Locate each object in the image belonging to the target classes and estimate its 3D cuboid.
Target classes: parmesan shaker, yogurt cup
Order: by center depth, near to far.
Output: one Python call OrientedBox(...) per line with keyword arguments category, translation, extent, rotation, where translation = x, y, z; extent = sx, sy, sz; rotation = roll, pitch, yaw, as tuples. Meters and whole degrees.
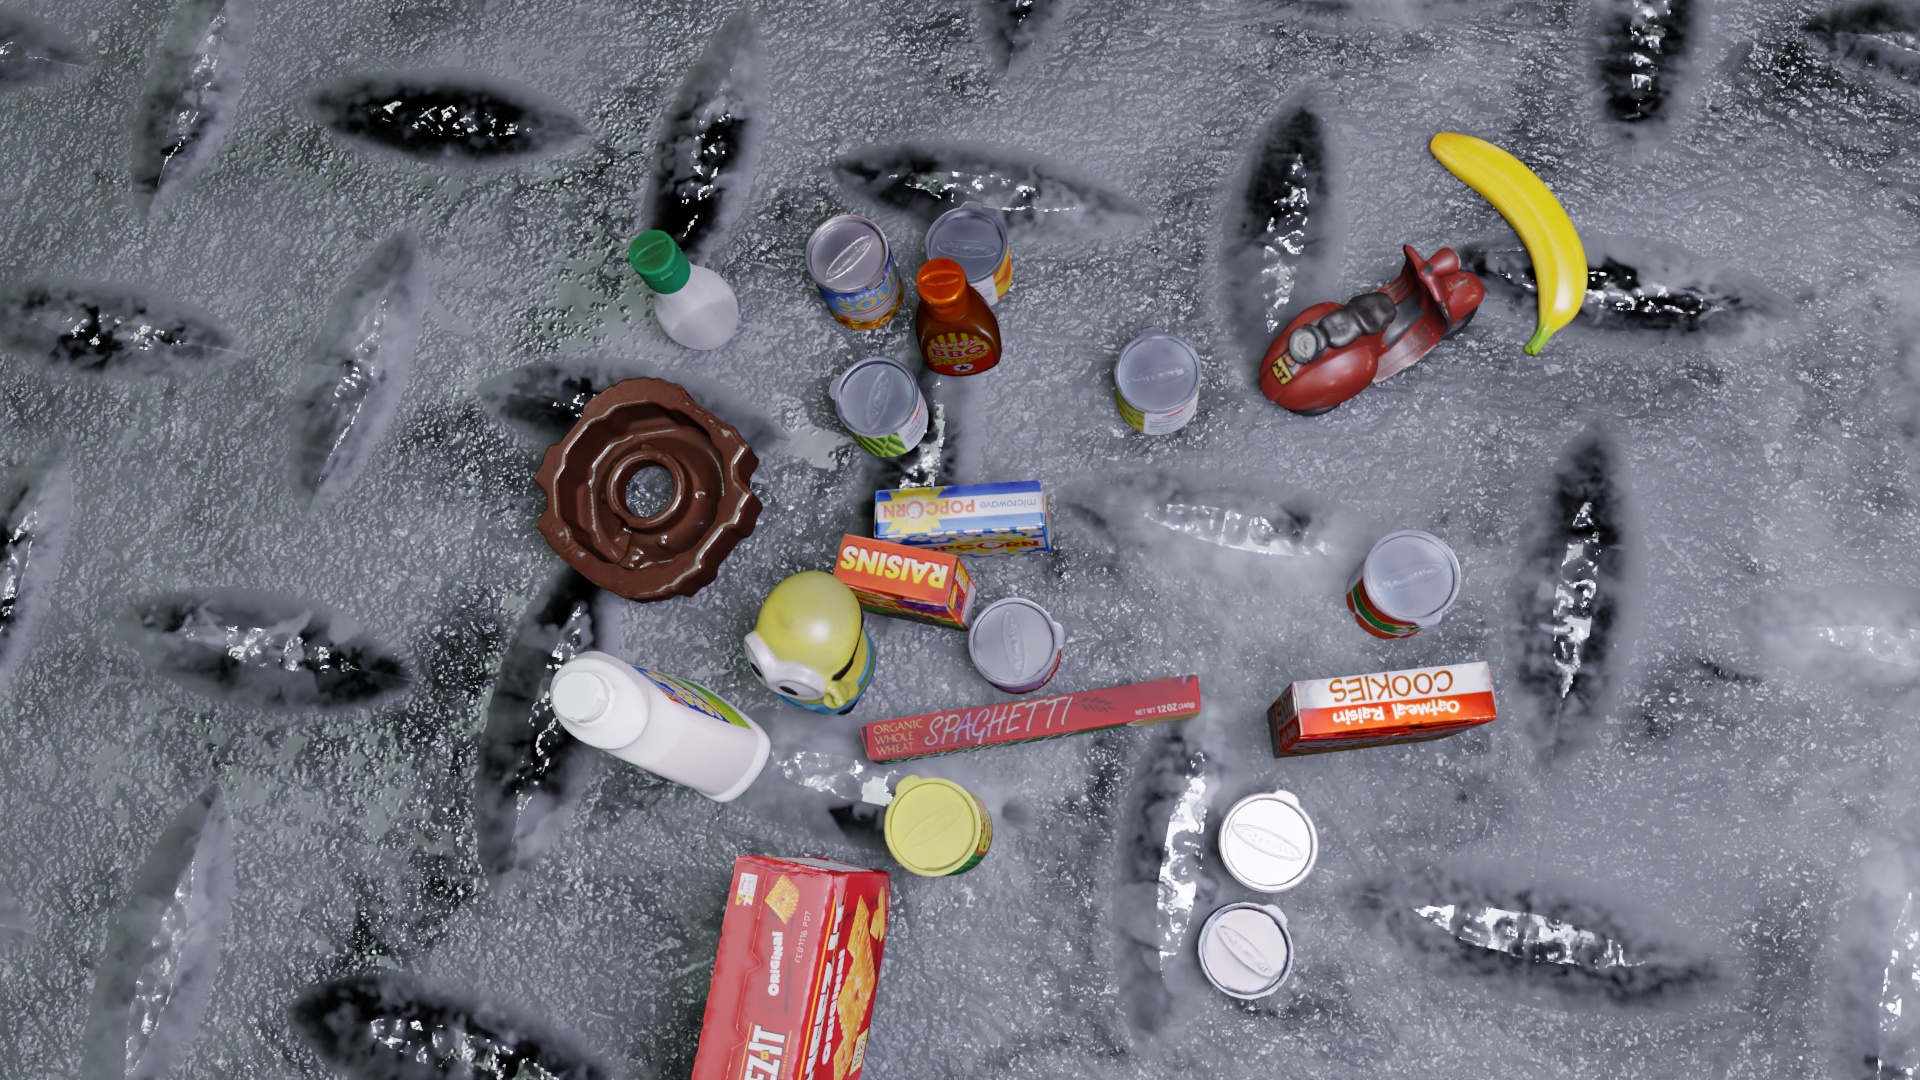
OrientedBox(category="yogurt cup", translation=(0.217, 0.215, 0.988), extent=(0.072, 0.054, 0.072), rotation=(-1, 76, 6))
OrientedBox(category="parmesan shaker", translation=(-0.014, 0.203, 0.992), extent=(0.071, 0.103, 0.071), rotation=(-2, 77, 6))

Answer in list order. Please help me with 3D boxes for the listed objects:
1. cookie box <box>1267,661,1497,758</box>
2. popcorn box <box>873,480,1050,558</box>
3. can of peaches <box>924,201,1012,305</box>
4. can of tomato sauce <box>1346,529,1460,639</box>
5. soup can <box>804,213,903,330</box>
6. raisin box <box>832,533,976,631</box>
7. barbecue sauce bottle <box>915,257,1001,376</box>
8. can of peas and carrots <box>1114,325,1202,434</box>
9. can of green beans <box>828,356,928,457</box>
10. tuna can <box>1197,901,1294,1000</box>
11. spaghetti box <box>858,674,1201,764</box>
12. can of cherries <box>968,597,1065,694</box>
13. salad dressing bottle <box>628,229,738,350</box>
OrientedBox(category="cookie box", translation=(0.280, 0.119, 0.946), extent=(0.123, 0.167, 0.040), rotation=(-7, 76, 5))
OrientedBox(category="popcorn box", translation=(0.004, -0.013, 1.053), extent=(0.127, 0.085, 0.038), rotation=(-4, 77, 6))
OrientedBox(category="can of peaches", translation=(0.008, -0.228, 1.119), extent=(0.071, 0.058, 0.071), rotation=(-2, 76, 6))
OrientedBox(category="can of tomato sauce", translation=(0.320, 0.035, 1.005), extent=(0.071, 0.083, 0.071), rotation=(-2, 77, 6))
OrientedBox(category="soup can", translation=(-0.082, -0.211, 1.111), extent=(0.071, 0.083, 0.071), rotation=(-2, 77, 6))
OrientedBox(category="raisin box", translation=(-0.039, 0.033, 1.026), extent=(0.086, 0.123, 0.040), rotation=(12, 79, 9))
OrientedBox(category="barbecue sauce bottle", translation=(-0.006, -0.170, 1.059), extent=(0.065, 0.148, 0.044), rotation=(-5, 76, 6))
OrientedBox(category="can of peas and carrots", translation=(0.152, -0.123, 1.076), extent=(0.071, 0.058, 0.071), rotation=(-2, 76, 6))
OrientedBox(category="can of green beans", translation=(-0.062, -0.105, 1.097), extent=(0.071, 0.057, 0.071), rotation=(-2, 76, 6))
OrientedBox(category="tuna can", translation=(0.202, 0.287, 0.983), extent=(0.071, 0.032, 0.071), rotation=(-1, 76, 6))
OrientedBox(category="spaghetti box", translation=(0.052, 0.133, 1.029), extent=(0.250, 0.050, 0.029), rotation=(-9, 76, 4))
OrientedBox(category="can of cherries", translation=(0.044, 0.080, 1.039), extent=(0.071, 0.058, 0.071), rotation=(-2, 76, 6))
OrientedBox(category="salad dressing bottle", translation=(-0.218, -0.196, 1.091), extent=(0.064, 0.147, 0.044), rotation=(-31, 75, -1))
